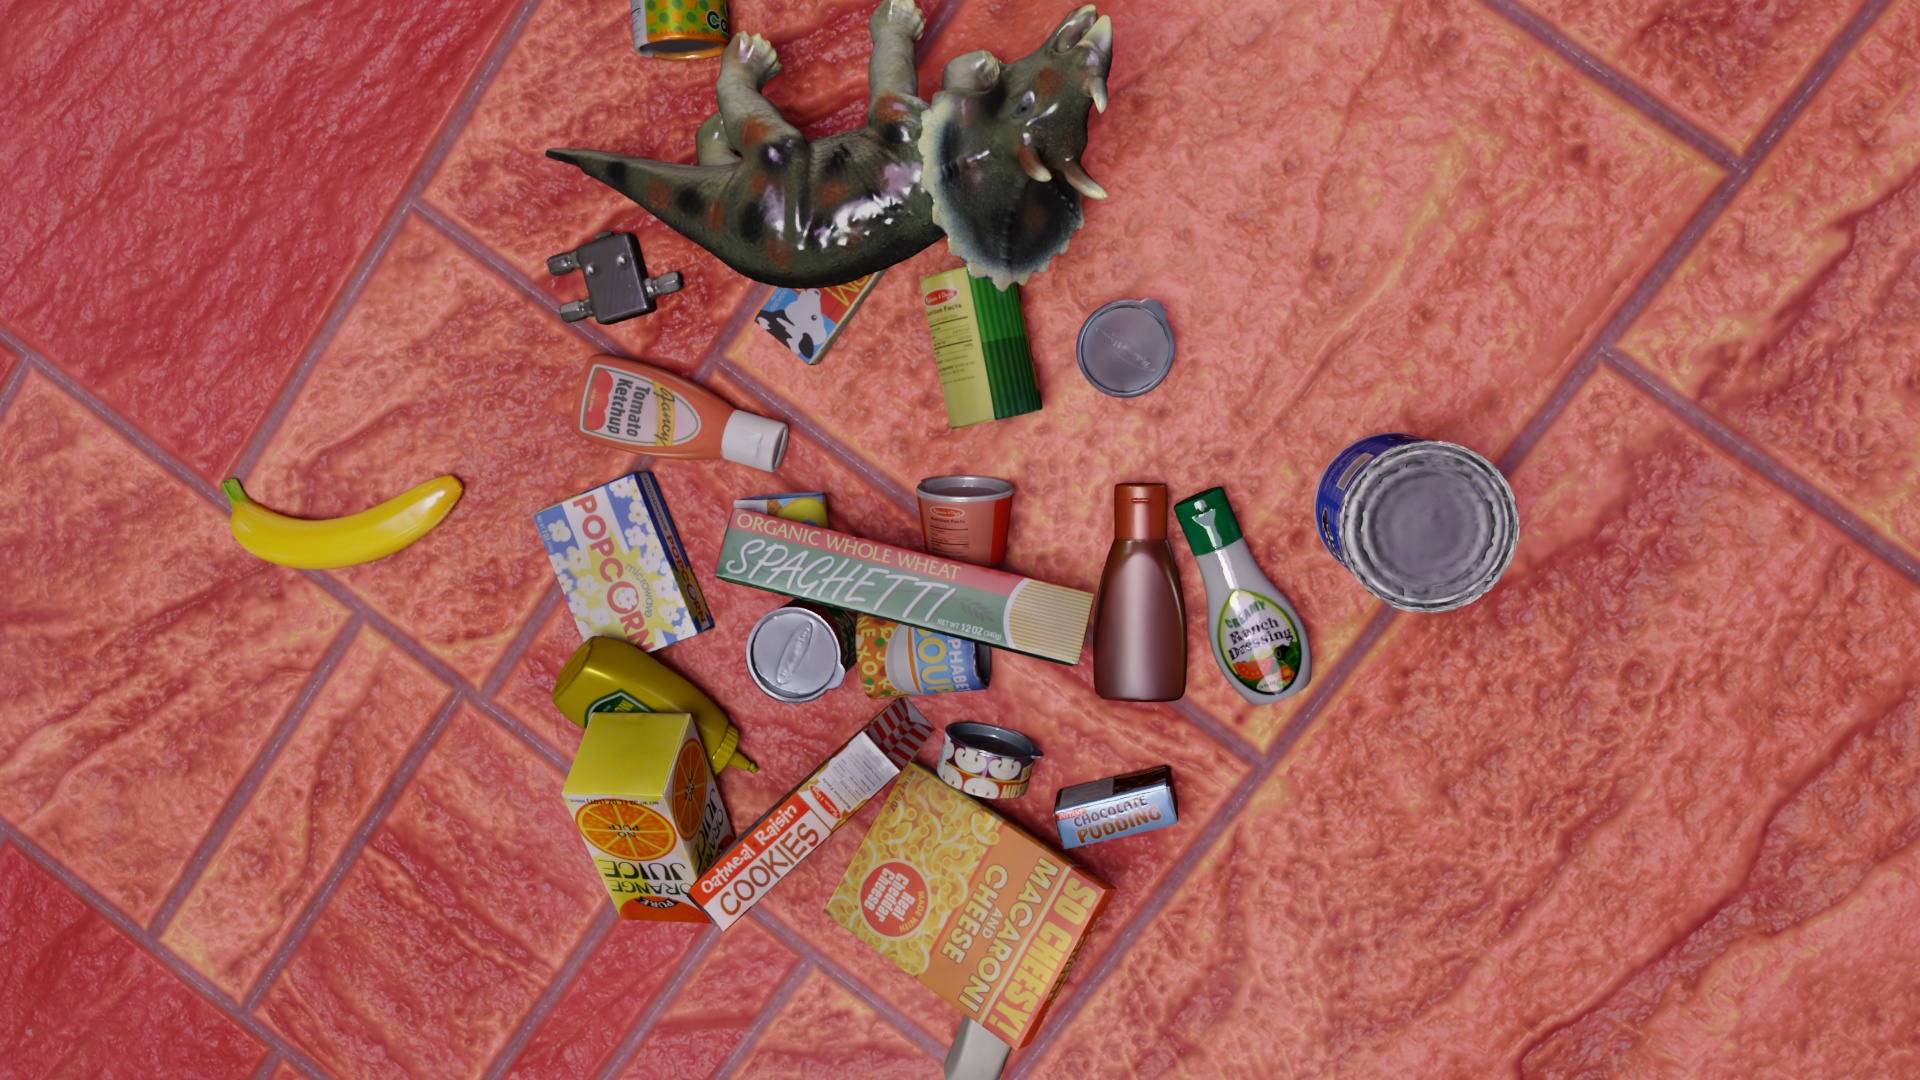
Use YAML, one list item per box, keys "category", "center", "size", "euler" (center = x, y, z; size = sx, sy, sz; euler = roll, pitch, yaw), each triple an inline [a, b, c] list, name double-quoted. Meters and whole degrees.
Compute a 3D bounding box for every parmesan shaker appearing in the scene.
- category: "parmesan shaker"
  center: [0.013, -0.132, 0.945]
  size: [0.071, 0.071, 0.103]
  euler: [-11, 95, 9]

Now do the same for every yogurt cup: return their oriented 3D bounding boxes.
- category: "yogurt cup"
  center: [0.003, -0.012, 0.958]
  size: [0.072, 0.072, 0.053]
  euler: [2, 105, 8]

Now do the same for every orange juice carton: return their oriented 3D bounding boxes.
- category: "orange juice carton"
  center: [-0.211, 0.210, 0.981]
  size: [0.072, 0.073, 0.191]
  euler: [0, 132, 8]

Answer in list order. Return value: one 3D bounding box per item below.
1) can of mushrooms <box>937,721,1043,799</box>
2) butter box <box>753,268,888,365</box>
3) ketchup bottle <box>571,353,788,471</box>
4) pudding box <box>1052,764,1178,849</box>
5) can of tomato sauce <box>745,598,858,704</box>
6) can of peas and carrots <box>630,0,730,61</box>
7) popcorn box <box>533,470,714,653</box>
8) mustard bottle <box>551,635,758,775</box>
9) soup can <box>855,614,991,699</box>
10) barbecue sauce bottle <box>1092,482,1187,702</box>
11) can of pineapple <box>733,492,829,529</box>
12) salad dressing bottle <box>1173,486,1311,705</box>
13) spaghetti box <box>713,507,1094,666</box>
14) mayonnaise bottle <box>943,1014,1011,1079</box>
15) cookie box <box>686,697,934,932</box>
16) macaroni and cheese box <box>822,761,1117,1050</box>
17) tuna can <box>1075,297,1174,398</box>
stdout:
- category: "can of mushrooms"
  center: [0.020, 0.154, 0.970]
  size: [0.071, 0.071, 0.033]
  euler: [14, 99, 6]
- category: "butter box"
  center: [-0.093, -0.179, 0.974]
  size: [0.053, 0.024, 0.103]
  euler: [38, 100, 2]
- category: "ketchup bottle"
  center: [-0.198, -0.086, 0.989]
  size: [0.149, 0.043, 0.064]
  euler: [16, 98, 6]
- category: "pudding box"
  center: [0.109, 0.185, 0.969]
  size: [0.083, 0.050, 0.030]
  euler: [-15, 95, 9]
- category: "can of tomato sauce"
  center: [-0.105, 0.073, 0.971]
  size: [0.071, 0.083, 0.071]
  euler: [1, 96, 8]
- category: "can of peas and carrots"
  center: [-0.190, -0.365, 0.949]
  size: [0.071, 0.071, 0.058]
  euler: [-2, 97, 8]
- category: "popcorn box"
  center: [-0.244, 0.022, 1.009]
  size: [0.085, 0.038, 0.126]
  euler: [-21, 93, 10]
- category: "mustard bottle"
  center: [-0.209, 0.129, 0.993]
  size: [0.160, 0.049, 0.065]
  euler: [33, 120, -21]
- category: "soup can"
  center: [-0.025, 0.076, 0.966]
  size: [0.084, 0.071, 0.071]
  euler: [-7, 95, 9]
- category: "barbecue sauce bottle"
  center: [0.124, 0.035, 0.955]
  size: [0.065, 0.044, 0.148]
  euler: [0, 95, 8]
- category: "can of pineapple"
  center: [-0.123, -0.003, 0.976]
  size: [0.071, 0.071, 0.057]
  euler: [-3, 96, 9]
- category: "salad dressing bottle"
  center: [0.190, 0.037, 0.946]
  size: [0.064, 0.044, 0.147]
  euler: [-23, 92, 11]
- category: "spaghetti box"
  center: [-0.038, 0.031, 0.919]
  size: [0.250, 0.028, 0.050]
  euler: [14, 81, 2]
- category: "mayonnaise bottle"
  center: [0.033, 0.319, 0.989]
  size: [0.041, 0.065, 0.148]
  euler: [23, 95, 4]
- category: "cookie box"
  center: [-0.101, 0.184, 0.962]
  size: [0.167, 0.123, 0.040]
  euler: [-43, 88, 10]
- category: "macaroni and cheese box"
  center: [0.006, 0.248, 0.960]
  size: [0.167, 0.040, 0.123]
  euler: [29, 88, 23]
- category: "tuna can"
  center: [0.114, -0.132, 0.945]
  size: [0.071, 0.033, 0.071]
  euler: [1, 96, 8]
